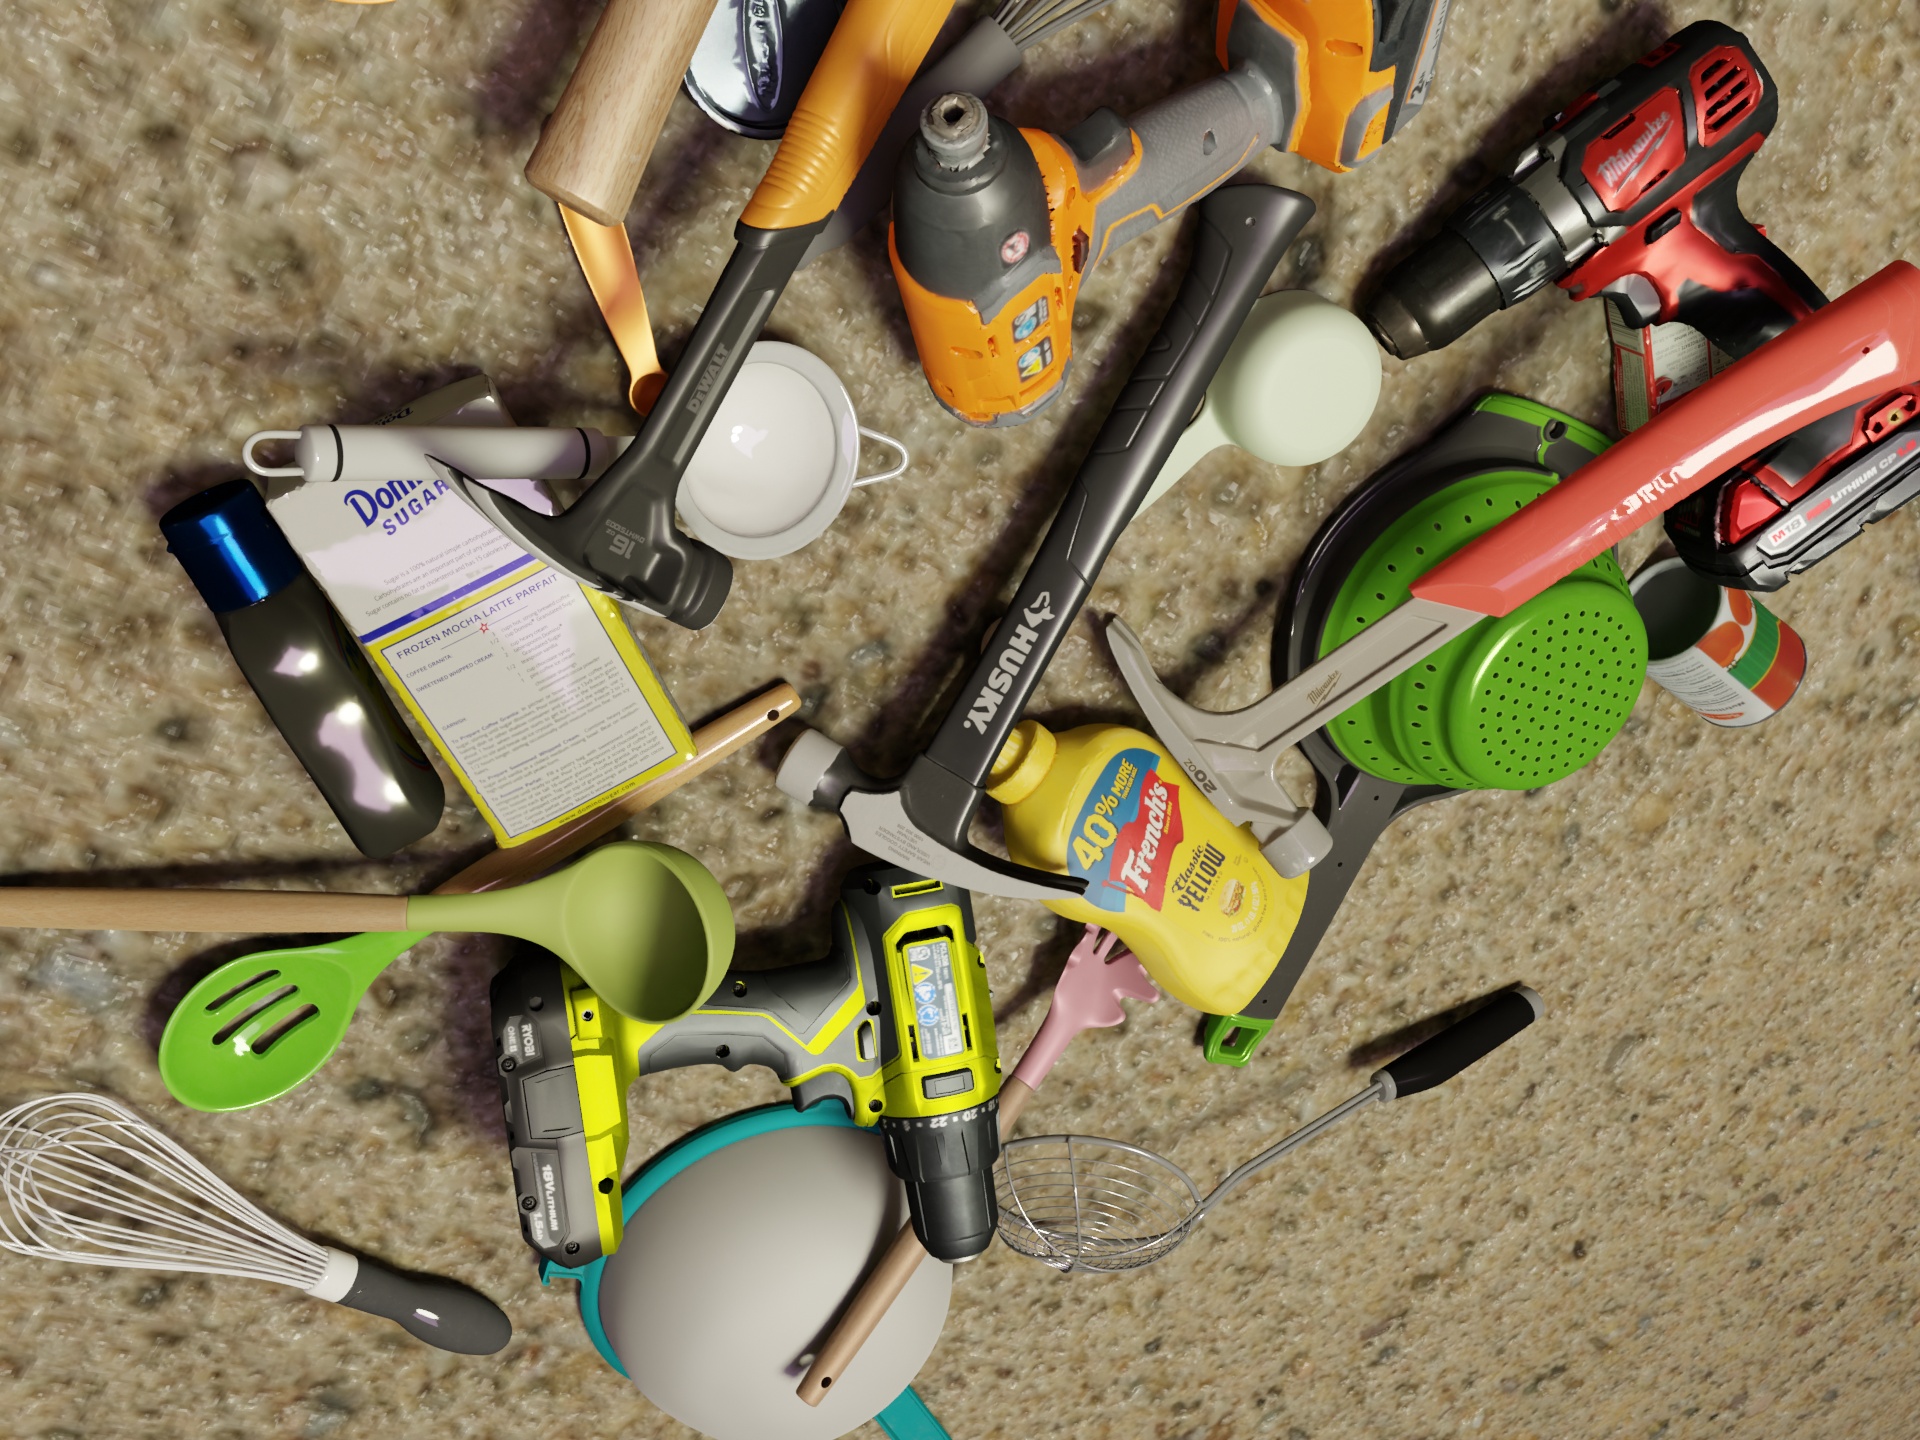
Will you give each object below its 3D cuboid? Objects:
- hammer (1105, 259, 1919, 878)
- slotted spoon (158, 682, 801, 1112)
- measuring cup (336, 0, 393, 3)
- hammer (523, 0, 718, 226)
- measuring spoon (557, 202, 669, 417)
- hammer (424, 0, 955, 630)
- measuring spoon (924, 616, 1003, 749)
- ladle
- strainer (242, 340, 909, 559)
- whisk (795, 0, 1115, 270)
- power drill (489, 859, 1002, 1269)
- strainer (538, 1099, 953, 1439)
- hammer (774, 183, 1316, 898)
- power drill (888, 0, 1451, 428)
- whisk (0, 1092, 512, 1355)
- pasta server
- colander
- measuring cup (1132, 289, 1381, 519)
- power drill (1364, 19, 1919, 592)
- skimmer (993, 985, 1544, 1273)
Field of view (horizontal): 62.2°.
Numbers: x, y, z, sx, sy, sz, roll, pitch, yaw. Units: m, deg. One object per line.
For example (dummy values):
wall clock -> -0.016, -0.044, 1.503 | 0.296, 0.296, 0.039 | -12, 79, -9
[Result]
hammer -> 0.243, -0.081, 0.696 | 0.359, 0.037, 0.149 | -36, 93, 19
slotted spoon -> -0.206, 0.070, 0.700 | 0.314, 0.031, 0.070 | -32, 124, -5
measuring cup -> -0.229, -0.288, 0.481 | 0.173, 0.052, 0.095 | 21, 107, -28
hammer -> -0.059, -0.320, 0.515 | 0.130, 0.031, 0.331 | 24, 96, -27
measuring spoon -> -0.134, -0.172, 0.608 | 0.021, 0.011, 0.116 | -21, 119, -10
hammer -> -0.054, -0.197, 0.548 | 0.337, 0.034, 0.127 | -61, 148, 1
measuring spoon -> -0.001, -0.002, 0.752 | 0.034, 0.018, 0.124 | 19, 116, -38
ladle -> -0.252, 0.082, 0.641 | 0.320, 0.062, 0.078 | 2, 105, -10
strainer -> -0.133, -0.101, 0.592 | 0.258, 0.050, 0.087 | -8, 111, -41
whisk -> 0.016, -0.256, 0.600 | 0.239, 0.055, 0.055 | -42, 124, 8
power drill -> -0.090, 0.173, 0.736 | 0.228, 0.080, 0.190 | -8, 91, -15
strainer -> -0.063, 0.360, 0.872 | 0.211, 0.095, 0.340 | -30, 123, -4
hammer -> 0.058, -0.077, 0.691 | 0.146, 0.035, 0.334 | 30, 99, 6
power drill -> 0.070, -0.217, 0.576 | 0.226, 0.084, 0.164 | -39, 164, -4
whisk -> -0.320, 0.247, 0.736 | 0.070, 0.070, 0.284 | -44, 128, 5
pasta server -> 0.019, 0.207, 0.802 | 0.060, 0.040, 0.316 | 41, 76, -19
colander -> 0.237, 0.038, 0.817 | 0.204, 0.095, 0.397 | 14, 111, -27
measuring cup -> 0.118, -0.123, 0.715 | 0.167, 0.038, 0.083 | -39, 124, -1
power drill -> 0.312, -0.166, 0.715 | 0.188, 0.080, 0.226 | -36, 102, 11
skimmer -> 0.182, 0.218, 0.929 | 0.363, 0.090, 0.127 | -23, 143, -22
